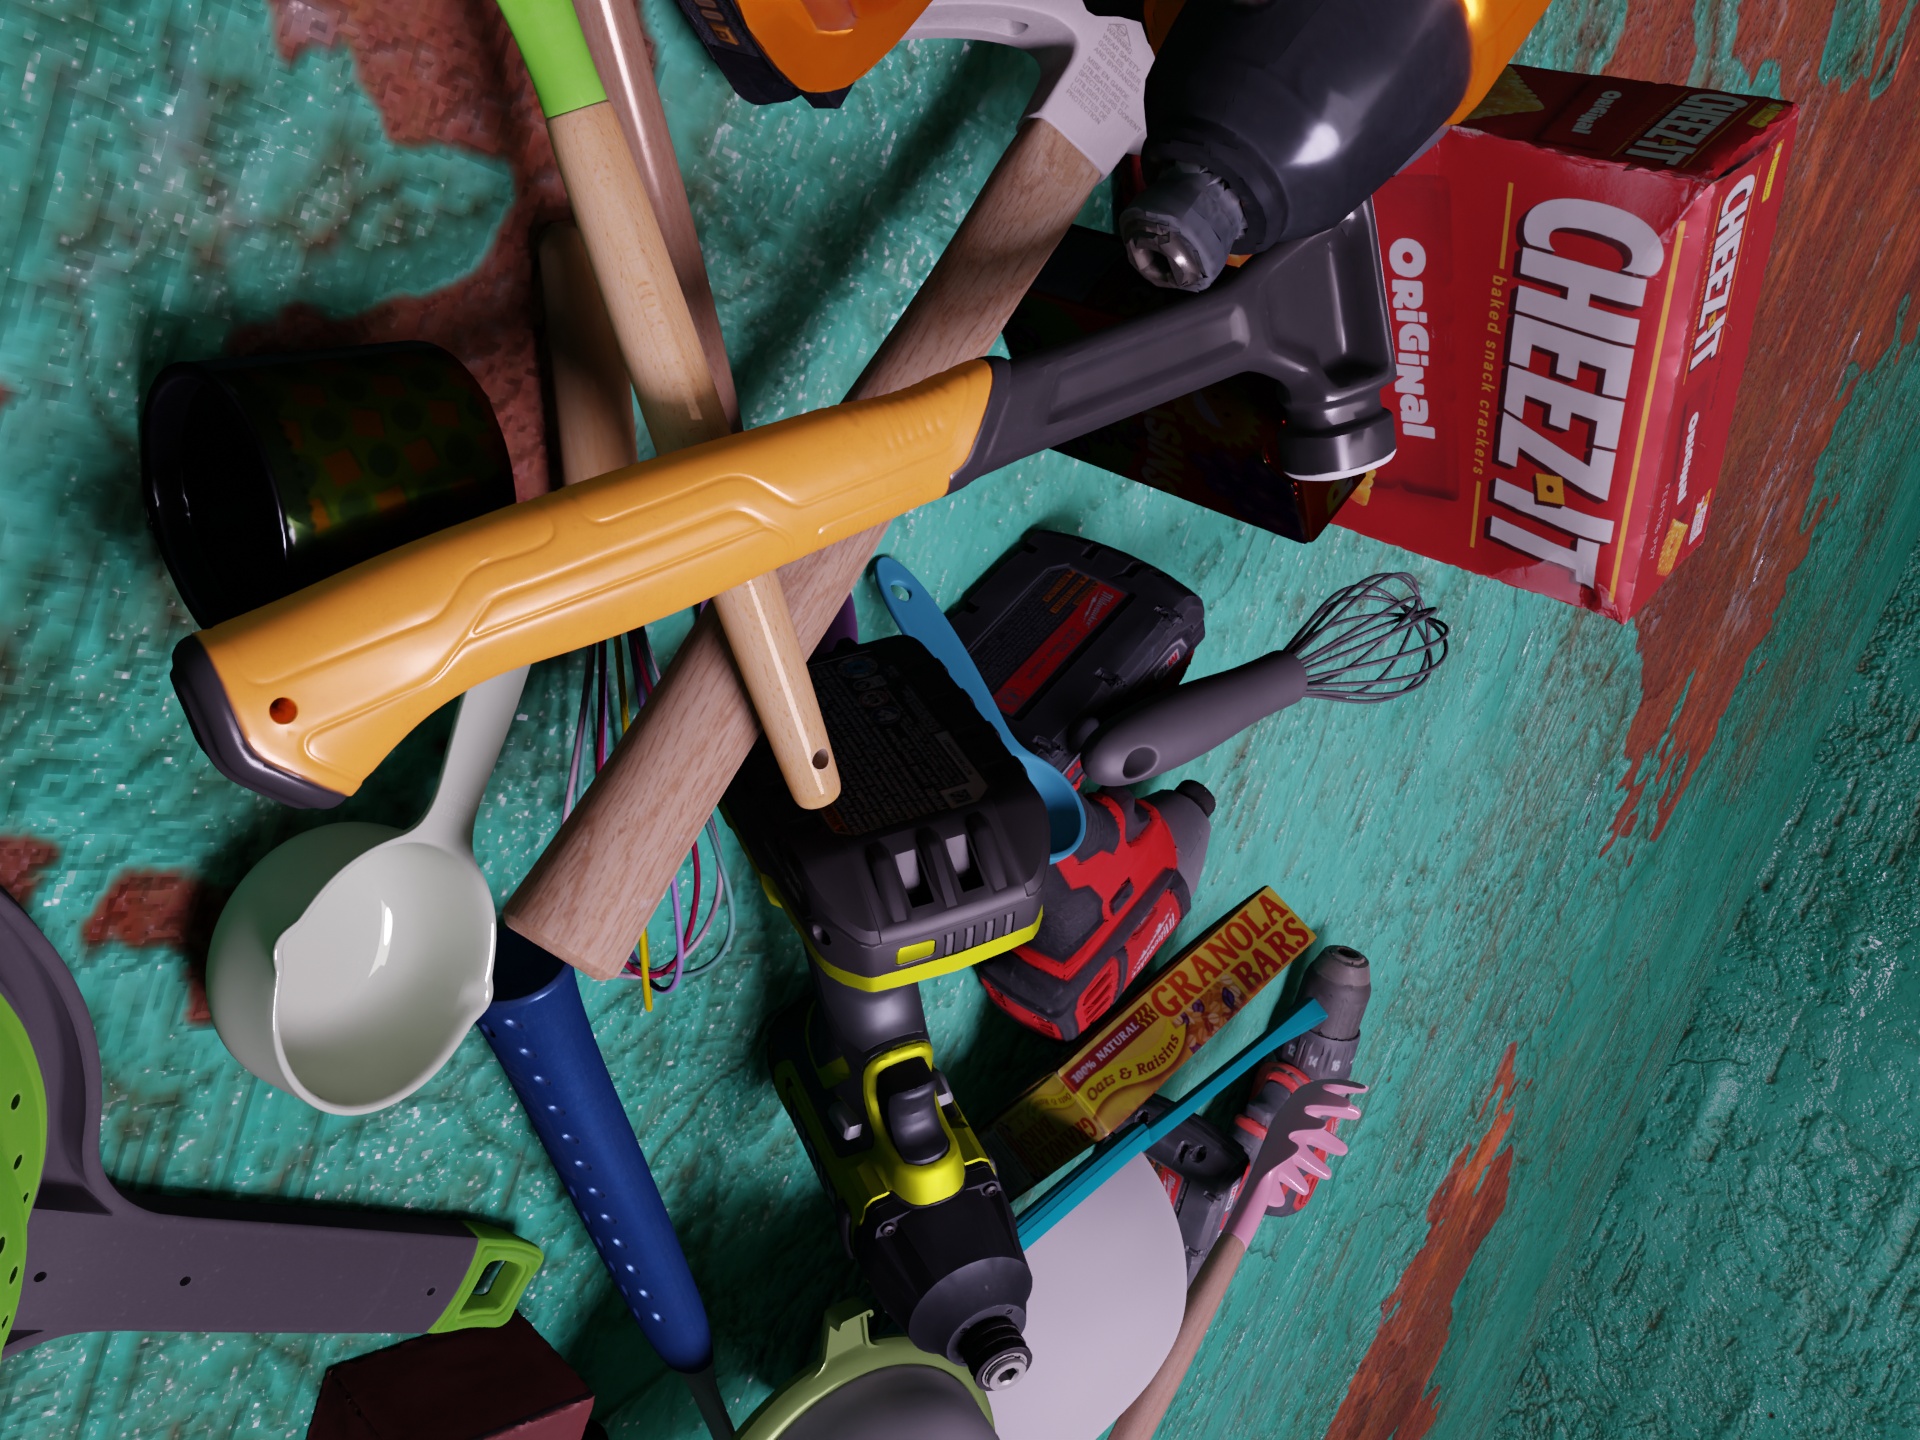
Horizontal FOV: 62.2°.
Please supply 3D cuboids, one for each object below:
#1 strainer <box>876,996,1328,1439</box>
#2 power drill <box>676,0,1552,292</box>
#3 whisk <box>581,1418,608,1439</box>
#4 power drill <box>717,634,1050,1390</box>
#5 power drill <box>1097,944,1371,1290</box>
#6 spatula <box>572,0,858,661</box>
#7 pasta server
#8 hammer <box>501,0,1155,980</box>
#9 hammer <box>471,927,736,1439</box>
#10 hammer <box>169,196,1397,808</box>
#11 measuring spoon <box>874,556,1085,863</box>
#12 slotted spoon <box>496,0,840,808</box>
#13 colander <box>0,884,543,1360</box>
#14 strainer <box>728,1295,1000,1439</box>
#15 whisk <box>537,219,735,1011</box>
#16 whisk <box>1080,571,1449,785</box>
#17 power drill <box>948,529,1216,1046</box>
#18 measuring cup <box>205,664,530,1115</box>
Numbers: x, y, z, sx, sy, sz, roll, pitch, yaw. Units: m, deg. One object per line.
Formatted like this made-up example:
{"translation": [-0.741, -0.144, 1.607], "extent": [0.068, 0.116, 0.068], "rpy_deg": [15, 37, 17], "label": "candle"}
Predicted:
{"translation": [0.079, 0.256, 0.751], "extent": [0.340, 0.095, 0.210], "rpy_deg": [-31, 161, -27], "label": "strainer"}
{"translation": [0.025, -0.180, 0.359], "extent": [0.164, 0.227, 0.084], "rpy_deg": [-54, 144, -12], "label": "power drill"}
{"translation": [-0.205, 0.303, 0.503], "extent": [0.296, 0.073, 0.073], "rpy_deg": [-15, 125, -65], "label": "whisk"}
{"translation": [-0.022, 0.100, 0.532], "extent": [0.080, 0.171, 0.223], "rpy_deg": [-16, 127, -18], "label": "power drill"}
{"translation": [0.175, 0.243, 0.971], "extent": [0.226, 0.080, 0.187], "rpy_deg": [-11, 121, -52], "label": "power drill"}
{"translation": [-0.074, -0.103, 0.468], "extent": [0.060, 0.018, 0.315], "rpy_deg": [-37, 139, -25], "label": "spatula"}
{"translation": [0.133, 0.285, 0.796], "extent": [0.316, 0.040, 0.060], "rpy_deg": [-43, 146, -46], "label": "pasta server"}
{"translation": [-0.028, -0.078, 0.457], "extent": [0.130, 0.031, 0.331], "rpy_deg": [36, 76, -21], "label": "hammer"}
{"translation": [-0.104, 0.239, 0.593], "extent": [0.035, 0.144, 0.405], "rpy_deg": [-38, 130, -34], "label": "hammer"}
{"translation": [-0.020, -0.072, 0.388], "extent": [0.337, 0.034, 0.127], "rpy_deg": [-27, 115, -27], "label": "hammer"}
{"translation": [-0.001, -0.002, 0.554], "extent": [0.042, 0.129, 0.021], "rpy_deg": [-13, 154, -40], "label": "measuring spoon"}
{"translation": [-0.082, -0.115, 0.371], "extent": [0.070, 0.031, 0.313], "rpy_deg": [-34, 118, -34], "label": "slotted spoon"}
{"translation": [-0.223, 0.146, 0.375], "extent": [0.204, 0.095, 0.396], "rpy_deg": [-60, 145, -3], "label": "colander"}
{"translation": [0.004, 0.332, 0.593], "extent": [0.256, 0.069, 0.151], "rpy_deg": [44, 70, -38], "label": "strainer"}
{"translation": [-0.098, -0.018, 0.465], "extent": [0.047, 0.051, 0.244], "rpy_deg": [-56, 150, -59], "label": "whisk"}
{"translation": [0.126, -0.014, 0.633], "extent": [0.239, 0.055, 0.055], "rpy_deg": [-21, 128, -43], "label": "whisk"}
{"translation": [0.055, 0.033, 0.677], "extent": [0.143, 0.079, 0.219], "rpy_deg": [-46, 145, -22], "label": "power drill"}
{"translation": [-0.155, 0.023, 0.442], "extent": [0.083, 0.038, 0.168], "rpy_deg": [40, 62, -60], "label": "measuring cup"}
